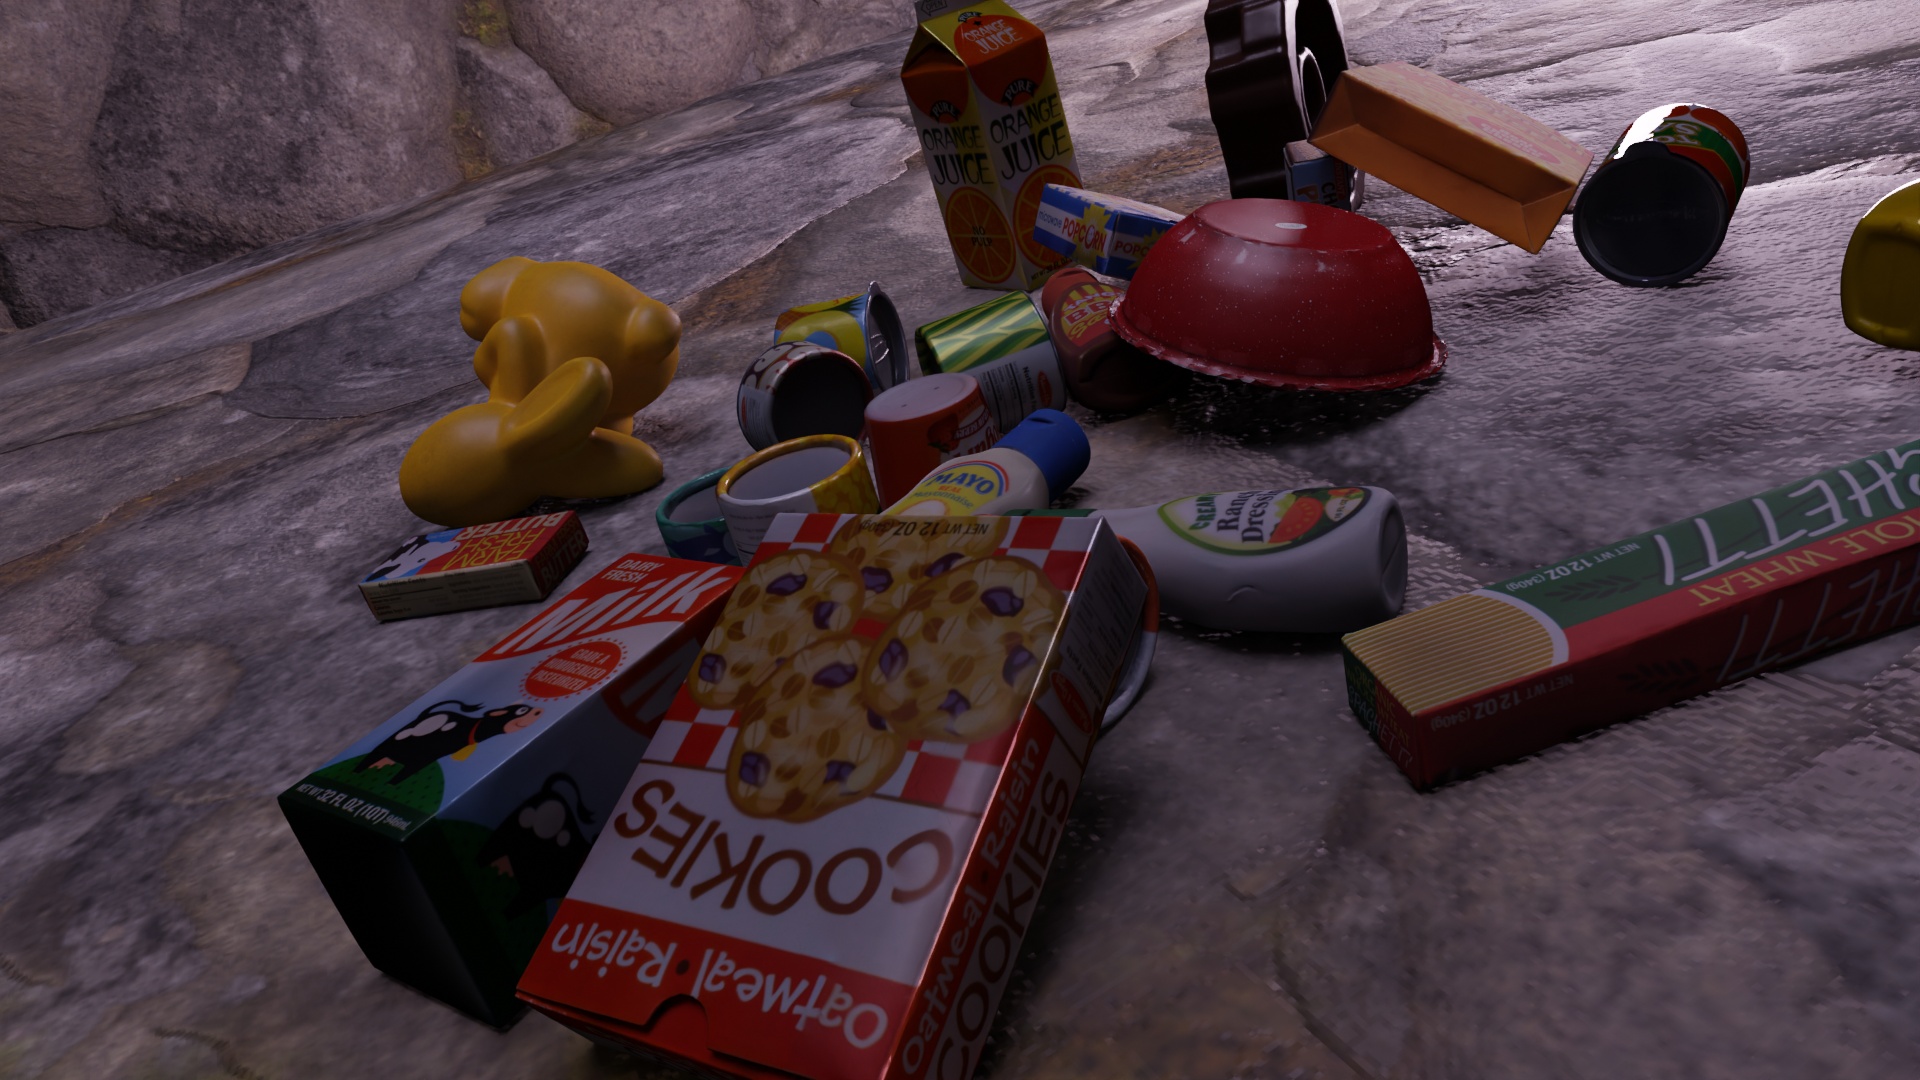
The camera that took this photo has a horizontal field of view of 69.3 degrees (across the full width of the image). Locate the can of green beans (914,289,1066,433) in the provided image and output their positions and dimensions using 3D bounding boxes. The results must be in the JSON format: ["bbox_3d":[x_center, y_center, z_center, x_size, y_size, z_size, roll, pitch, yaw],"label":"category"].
[{"bbox_3d":[0.015,-0.087,0.705,0.058,0.071,0.071,-21,26,-8],"label":"can of green beans"}]

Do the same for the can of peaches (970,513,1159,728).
[{"bbox_3d":[0.025,0.025,0.468,0.058,0.071,0.071,10,36,41],"label":"can of peaches"}]

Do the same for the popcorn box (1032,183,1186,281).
[{"bbox_3d":[0.105,-0.181,0.835,0.085,0.038,0.127,8,19,-20],"label":"popcorn box"}]

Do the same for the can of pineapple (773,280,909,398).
[{"bbox_3d":[-0.067,-0.107,0.791,0.058,0.070,0.071,-9,26,17],"label":"can of pineapple"}]

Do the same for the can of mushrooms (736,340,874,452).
[{"bbox_3d":[-0.079,-0.071,0.729,0.071,0.070,0.033,-29,28,-25],"label":"can of mushrooms"}]

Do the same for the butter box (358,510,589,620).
[{"bbox_3d":[-0.247,0.013,0.708,0.103,0.024,0.053,-8,27,18],"label":"butter box"}]

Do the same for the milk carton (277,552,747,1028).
[{"bbox_3d":[-0.117,0.063,0.473,0.072,0.073,0.191,4,32,37],"label":"milk carton"}]

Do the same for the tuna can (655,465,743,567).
[{"bbox_3d":[-0.111,-0.009,0.661,0.071,0.032,0.071,-13,26,6],"label":"tuna can"}]

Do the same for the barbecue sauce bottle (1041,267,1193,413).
[{"bbox_3d":[0.075,-0.112,0.746,0.065,0.043,0.149,-13,25,-3],"label":"barbecue sauce bottle"}]

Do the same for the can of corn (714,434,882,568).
[{"bbox_3d":[-0.065,-0.008,0.602,0.071,0.058,0.071,-13,26,7],"label":"can of corn"}]

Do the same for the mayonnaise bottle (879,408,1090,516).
[{"bbox_3d":[0.002,-0.007,0.580,0.065,0.041,0.149,11,37,35],"label":"mayonnaise bottle"}]

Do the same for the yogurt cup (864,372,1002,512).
[{"bbox_3d":[-0.012,-0.043,0.648,0.072,0.053,0.073,-14,25,6],"label":"yogurt cup"}]

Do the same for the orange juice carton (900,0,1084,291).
[{"bbox_3d":[0.023,-0.269,0.921,0.072,0.192,0.073,-33,29,-29],"label":"orange juice carton"}]

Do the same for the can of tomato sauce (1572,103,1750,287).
[{"bbox_3d":[0.341,-0.171,0.675,0.071,0.071,0.083,3,31,36],"label":"can of tomato sauce"}]

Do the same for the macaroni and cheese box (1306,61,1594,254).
[{"bbox_3d":[0.262,-0.206,0.725,0.124,0.040,0.167,32,31,13],"label":"macaroni and cheese box"}]

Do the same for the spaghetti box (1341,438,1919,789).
[{"bbox_3d":[0.240,0.012,0.415,0.250,0.028,0.050,-18,26,-3],"label":"spaghetti box"}]

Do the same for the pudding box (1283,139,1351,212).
[{"bbox_3d":[0.194,-0.170,0.746,0.030,0.083,0.050,-8,26,11],"label":"pudding box"}]

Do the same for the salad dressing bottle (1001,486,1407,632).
[{"bbox_3d":[0.082,0.006,0.503,0.147,0.043,0.064,-1,27,30],"label":"salad dressing bottle"}]

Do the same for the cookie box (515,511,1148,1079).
[{"bbox_3d":[-0.032,0.067,0.387,0.123,0.040,0.168,1,53,34],"label":"cookie box"}]

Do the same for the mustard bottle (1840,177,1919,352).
[{"bbox_3d":[0.417,-0.120,0.541,0.161,0.065,0.049,-19,30,-18],"label":"mustard bottle"}]
